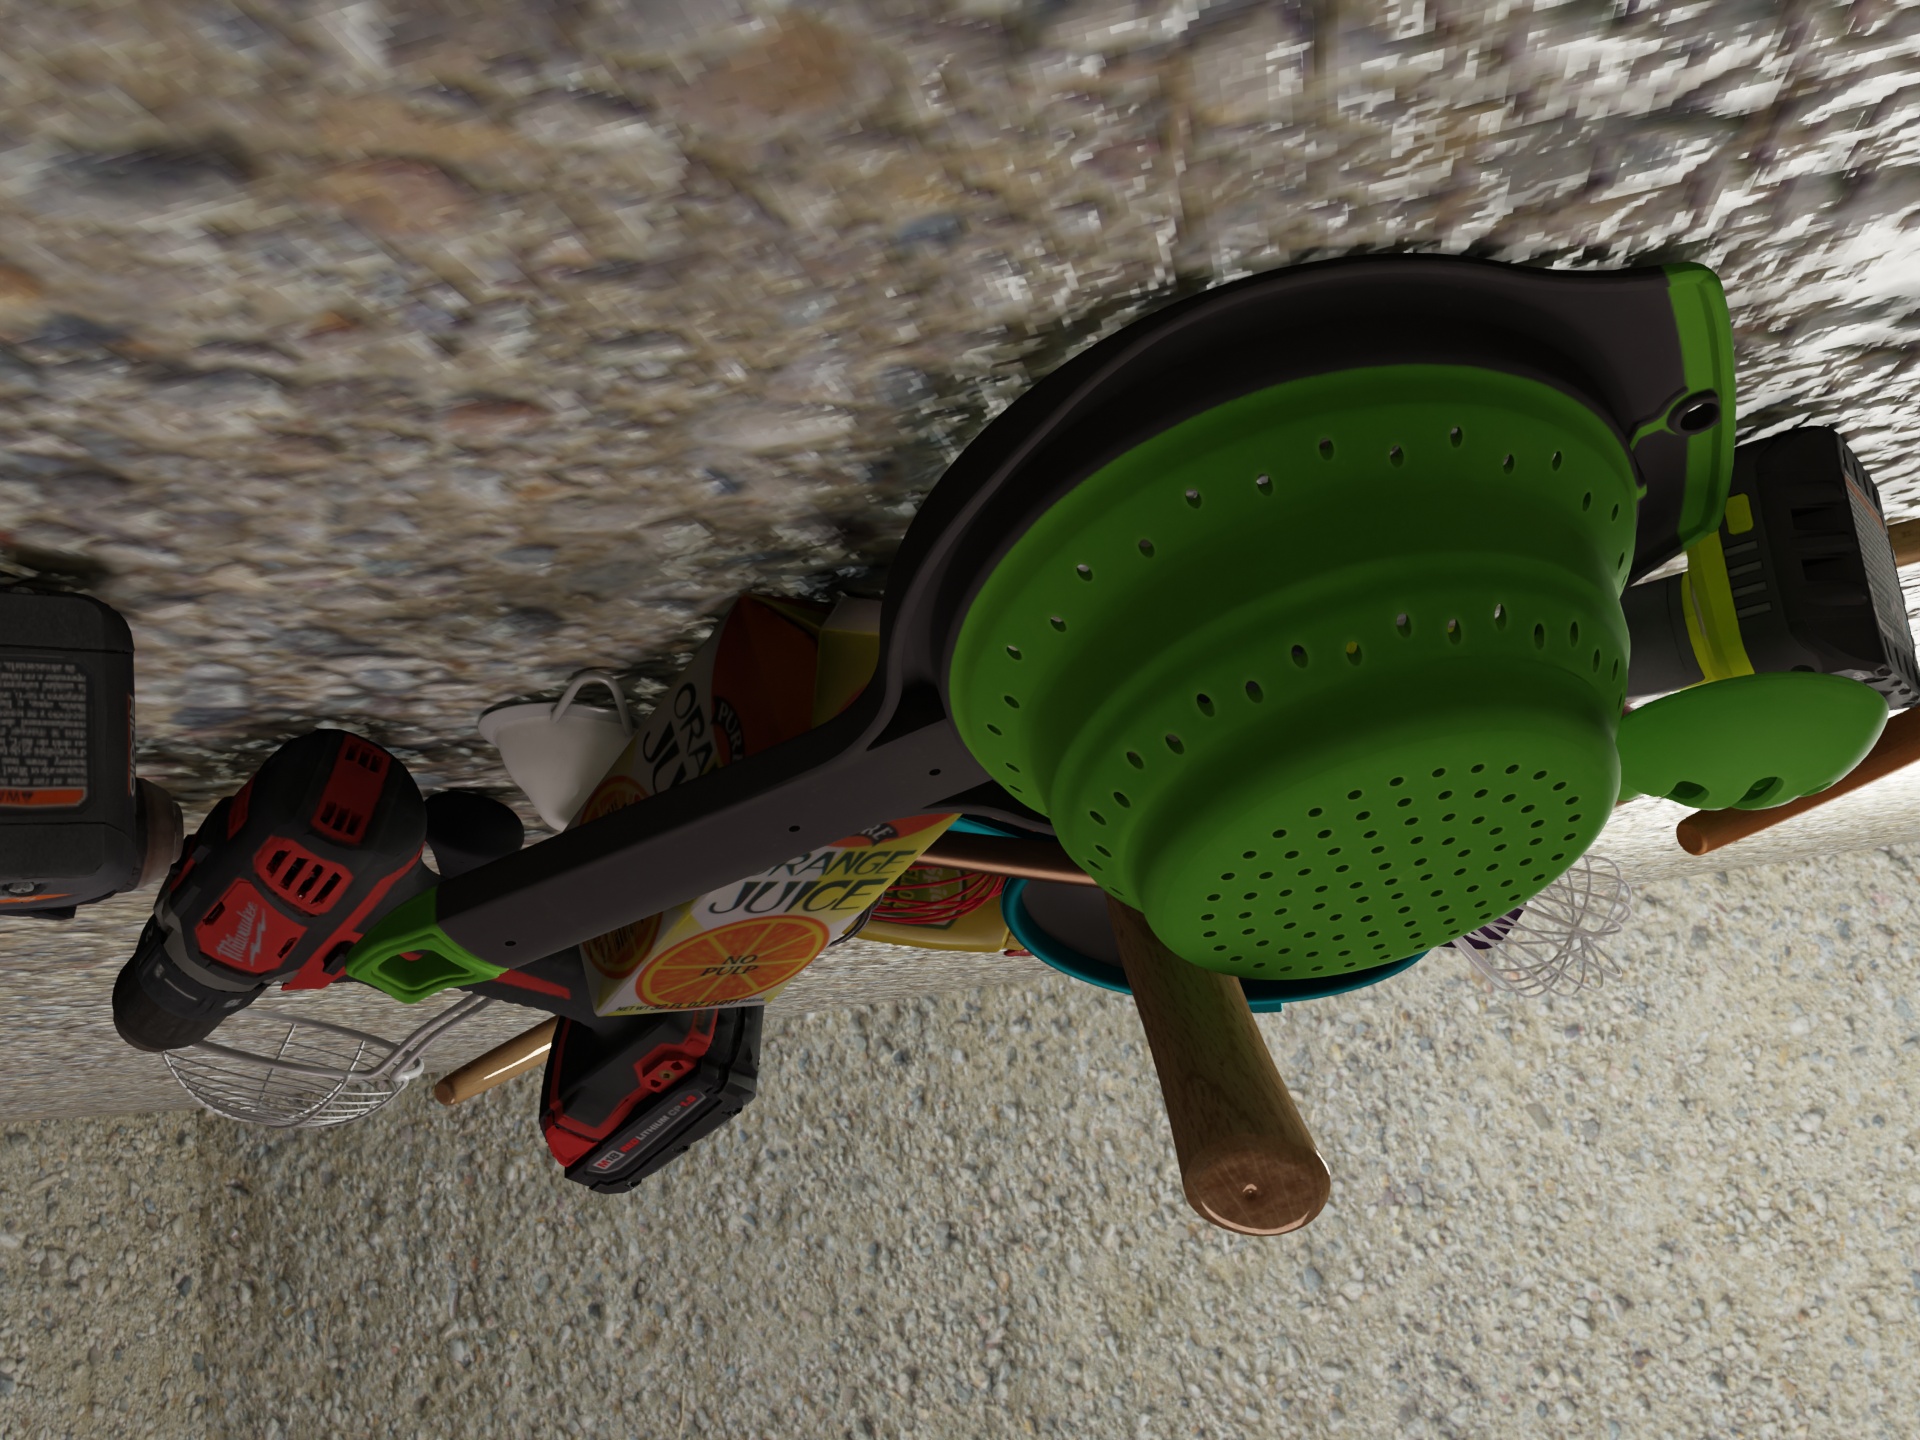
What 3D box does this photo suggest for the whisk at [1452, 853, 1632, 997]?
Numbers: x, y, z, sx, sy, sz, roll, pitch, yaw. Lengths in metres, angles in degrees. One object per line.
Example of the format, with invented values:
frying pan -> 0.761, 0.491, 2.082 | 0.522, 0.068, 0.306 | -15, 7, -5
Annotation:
whisk -> 0.169, 0.054, 0.587 | 0.070, 0.070, 0.284 | -20, 149, 41

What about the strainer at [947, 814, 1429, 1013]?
strainer -> 0.070, 0.041, 0.766 | 0.340, 0.095, 0.211 | 19, 147, -18

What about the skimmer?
skimmer -> -0.220, 0.095, 0.734 | 0.363, 0.090, 0.127 | -31, 156, 18

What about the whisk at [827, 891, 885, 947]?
whisk -> -0.145, 0.100, 0.769 | 0.239, 0.055, 0.055 | -14, 166, 22

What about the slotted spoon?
slotted spoon -> 0.218, 0.022, 0.535 | 0.070, 0.031, 0.313 | -1, 173, 7

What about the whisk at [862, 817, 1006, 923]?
whisk -> -0.108, 0.081, 0.872 | 0.296, 0.073, 0.073 | -6, 169, 20

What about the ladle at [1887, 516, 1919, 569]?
ladle -> 0.353, -0.065, 0.583 | 0.315, 0.031, 0.069 | -16, 162, 38

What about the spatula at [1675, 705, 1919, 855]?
spatula -> 0.372, -0.020, 0.567 | 0.322, 0.041, 0.081 | -19, 176, -21

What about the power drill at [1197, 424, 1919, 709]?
power drill -> 0.185, -0.025, 0.544 | 0.228, 0.080, 0.190 | -14, 166, 36

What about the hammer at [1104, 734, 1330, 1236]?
hammer -> 0.060, 0.055, 0.527 | 0.130, 0.031, 0.331 | 10, -162, -6

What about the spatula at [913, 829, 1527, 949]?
spatula -> 0.092, 0.067, 0.696 | 0.316, 0.018, 0.059 | 7, 138, -3

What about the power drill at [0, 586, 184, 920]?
power drill -> -0.297, 0.024, 0.448 | 0.185, 0.084, 0.226 | 3, 168, -41

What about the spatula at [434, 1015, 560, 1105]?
spatula -> -0.168, 0.131, 0.843 | 0.082, 0.044, 0.317 | -3, -173, 23

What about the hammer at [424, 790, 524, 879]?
hammer -> -0.263, 0.105, 0.874 | 0.149, 0.036, 0.408 | 12, 160, -9

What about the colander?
colander -> 0.014, 0.029, 0.402 | 0.397, 0.095, 0.204 | -22, 144, 13

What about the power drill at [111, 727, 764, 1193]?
power drill -> -0.211, 0.110, 0.639 | 0.226, 0.080, 0.188 | 32, 126, -27

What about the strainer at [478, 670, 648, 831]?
strainer -> -0.152, 0.032, 0.662 | 0.087, 0.050, 0.258 | 10, 167, -10
